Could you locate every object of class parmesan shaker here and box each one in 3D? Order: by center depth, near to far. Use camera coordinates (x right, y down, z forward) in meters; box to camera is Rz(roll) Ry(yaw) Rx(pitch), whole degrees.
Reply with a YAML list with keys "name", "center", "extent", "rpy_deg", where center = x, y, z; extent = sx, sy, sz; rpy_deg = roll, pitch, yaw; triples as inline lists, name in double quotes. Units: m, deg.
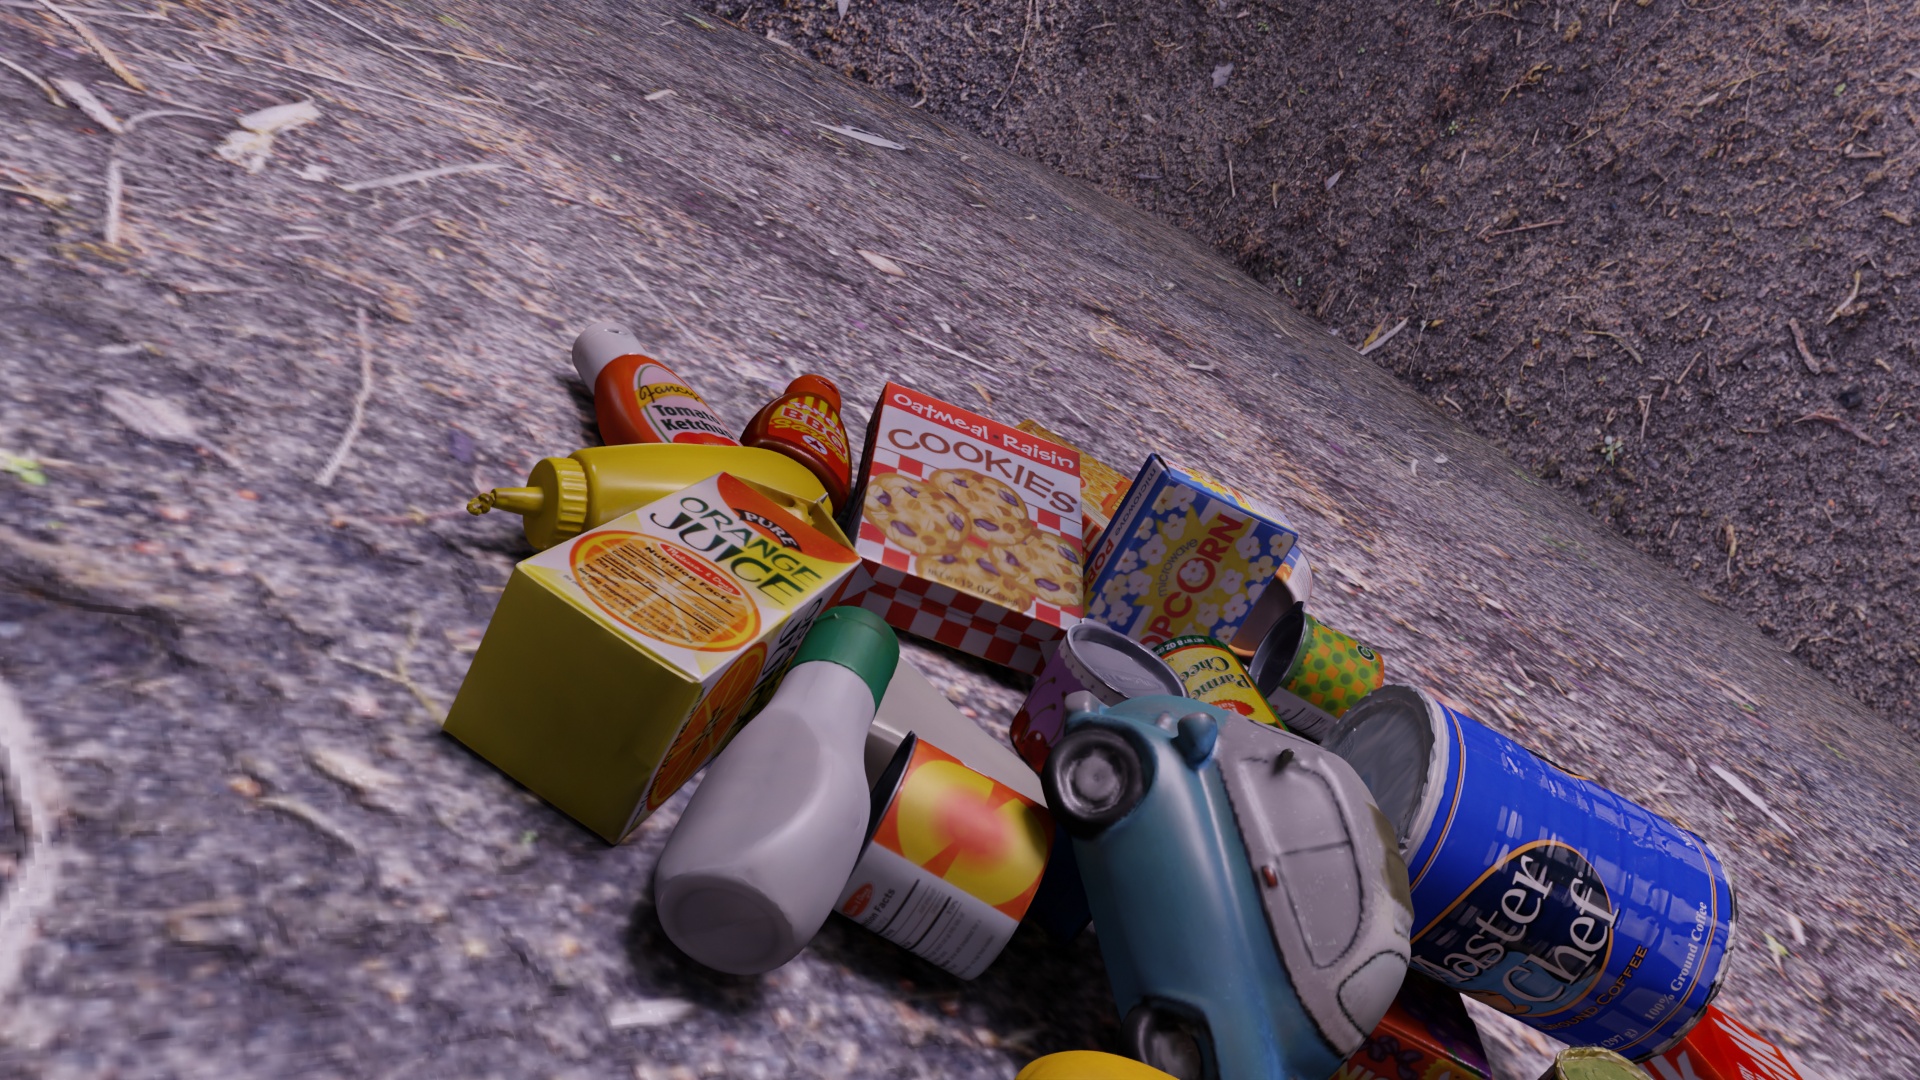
- name: "parmesan shaker"
  center: [0.124, 0.101, 0.684]
  extent: [0.071, 0.071, 0.103]
  rpy_deg: [21, 21, -23]

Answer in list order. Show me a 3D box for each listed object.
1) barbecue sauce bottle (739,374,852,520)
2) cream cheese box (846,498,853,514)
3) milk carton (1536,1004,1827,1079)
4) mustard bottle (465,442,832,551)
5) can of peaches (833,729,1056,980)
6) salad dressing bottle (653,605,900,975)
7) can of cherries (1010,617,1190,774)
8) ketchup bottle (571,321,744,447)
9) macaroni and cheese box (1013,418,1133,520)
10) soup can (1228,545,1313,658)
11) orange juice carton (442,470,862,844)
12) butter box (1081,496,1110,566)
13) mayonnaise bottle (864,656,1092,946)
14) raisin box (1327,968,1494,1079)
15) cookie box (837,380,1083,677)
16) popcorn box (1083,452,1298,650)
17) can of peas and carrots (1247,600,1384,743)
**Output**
- name: "barbecue sauce bottle"
  center: [-0.091, -0.056, 0.787]
  extent: [0.065, 0.043, 0.149]
  rpy_deg: [34, 18, -14]
- name: "cream cheese box"
  center: [-0.011, -0.003, 0.800]
  extent: [0.104, 0.024, 0.053]
  rpy_deg: [33, 22, 9]
- name: "milk carton"
  center: [0.342, 0.265, 0.581]
  extent: [0.191, 0.072, 0.074]
  rpy_deg: [34, 20, 7]
- name: "mustard bottle"
  center: [-0.135, -0.013, 0.602]
  extent: [0.160, 0.065, 0.049]
  rpy_deg: [6, 35, -40]
- name: "can of peaches"
  center: [-0.006, 0.108, 0.482]
  extent: [0.058, 0.071, 0.071]
  rpy_deg: [30, 20, -3]
- name: "salad dressing bottle"
  center: [-0.055, 0.077, 0.472]
  extent: [0.044, 0.064, 0.148]
  rpy_deg: [61, 25, -23]
- name: "can of cherries"
  center: [0.065, 0.080, 0.659]
  extent: [0.071, 0.058, 0.072]
  rpy_deg: [25, 21, -10]
- name: "ketchup bottle"
  center: [-0.157, -0.062, 0.712]
  extent: [0.065, 0.043, 0.149]
  rpy_deg: [7, 30, -43]
- name: "macaroni and cheese box"
  center: [0.094, -0.017, 0.952]
  extent: [0.166, 0.040, 0.124]
  rpy_deg: [32, 20, 7]
- name: "soup can"
  center: [0.197, 0.036, 0.933]
  extent: [0.071, 0.071, 0.084]
  rpy_deg: [33, 21, 9]
- name: "orange juice carton"
  center: [-0.101, 0.030, 0.533]
  extent: [0.073, 0.071, 0.193]
  rpy_deg: [32, 21, 6]
- name: "butter box"
  center: [0.060, -0.004, 0.856]
  extent: [0.104, 0.053, 0.024]
  rpy_deg: [43, 20, 29]
- name: "mayonnaise bottle"
  center: [-0.004, 0.098, 0.551]
  extent: [0.148, 0.041, 0.065]
  rpy_deg: [39, 26, 18]
- name: "raisin box"
  center: [0.146, 0.177, 0.568]
  extent: [0.123, 0.040, 0.086]
  rpy_deg: [28, 19, -6]
- name: "cookie box"
  center: [0.003, -0.009, 0.750]
  extent: [0.123, 0.040, 0.168]
  rpy_deg: [20, 35, -11]
- name: "popcorn box"
  center: [0.112, 0.026, 0.752]
  extent: [0.085, 0.126, 0.038]
  rpy_deg: [23, 18, -20]
- name: "can of peas and carrots"
  center: [0.214, 0.081, 0.841]
  extent: [0.059, 0.070, 0.071]
  rpy_deg: [29, 20, -6]
